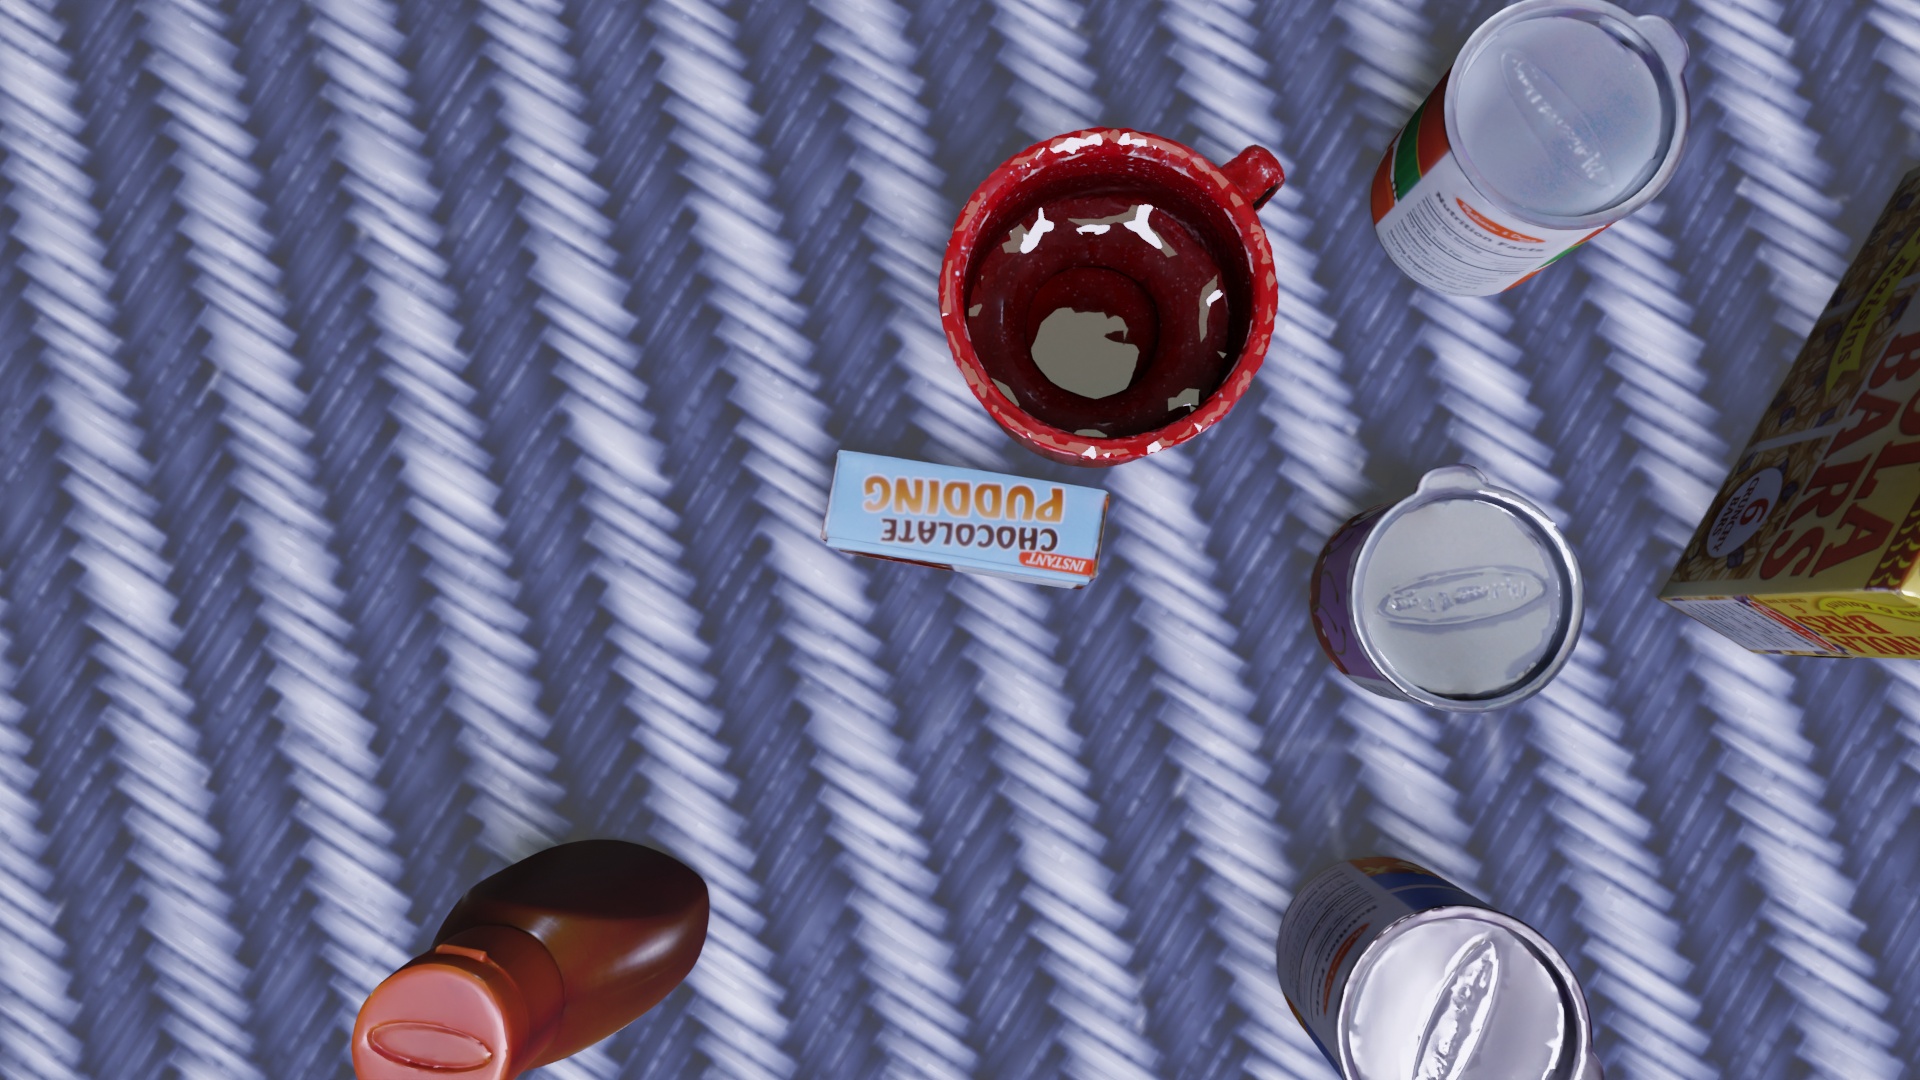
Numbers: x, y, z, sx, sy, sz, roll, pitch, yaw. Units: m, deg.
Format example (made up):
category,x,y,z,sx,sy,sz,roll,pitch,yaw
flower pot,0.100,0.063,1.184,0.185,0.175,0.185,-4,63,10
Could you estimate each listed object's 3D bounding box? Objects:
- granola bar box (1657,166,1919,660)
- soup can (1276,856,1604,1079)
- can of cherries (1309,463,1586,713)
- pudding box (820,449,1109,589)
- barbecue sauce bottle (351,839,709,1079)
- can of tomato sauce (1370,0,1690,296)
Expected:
category,x,y,z,sx,sy,sz,roll,pitch,yaw
granola bar box,0.281,-0.045,0.390,0.039,0.124,0.165,31,88,3
soup can,0.134,0.132,0.401,0.071,0.083,0.071,0,86,2
can of cherries,0.145,0.015,0.422,0.071,0.058,0.071,0,86,2
pudding box,0.002,-0.005,0.432,0.084,0.049,0.030,9,87,2
barbecue sauce bottle,-0.114,0.115,0.378,0.065,0.148,0.043,10,87,2
can of tomato sauce,0.168,-0.116,0.419,0.071,0.083,0.071,0,86,2
